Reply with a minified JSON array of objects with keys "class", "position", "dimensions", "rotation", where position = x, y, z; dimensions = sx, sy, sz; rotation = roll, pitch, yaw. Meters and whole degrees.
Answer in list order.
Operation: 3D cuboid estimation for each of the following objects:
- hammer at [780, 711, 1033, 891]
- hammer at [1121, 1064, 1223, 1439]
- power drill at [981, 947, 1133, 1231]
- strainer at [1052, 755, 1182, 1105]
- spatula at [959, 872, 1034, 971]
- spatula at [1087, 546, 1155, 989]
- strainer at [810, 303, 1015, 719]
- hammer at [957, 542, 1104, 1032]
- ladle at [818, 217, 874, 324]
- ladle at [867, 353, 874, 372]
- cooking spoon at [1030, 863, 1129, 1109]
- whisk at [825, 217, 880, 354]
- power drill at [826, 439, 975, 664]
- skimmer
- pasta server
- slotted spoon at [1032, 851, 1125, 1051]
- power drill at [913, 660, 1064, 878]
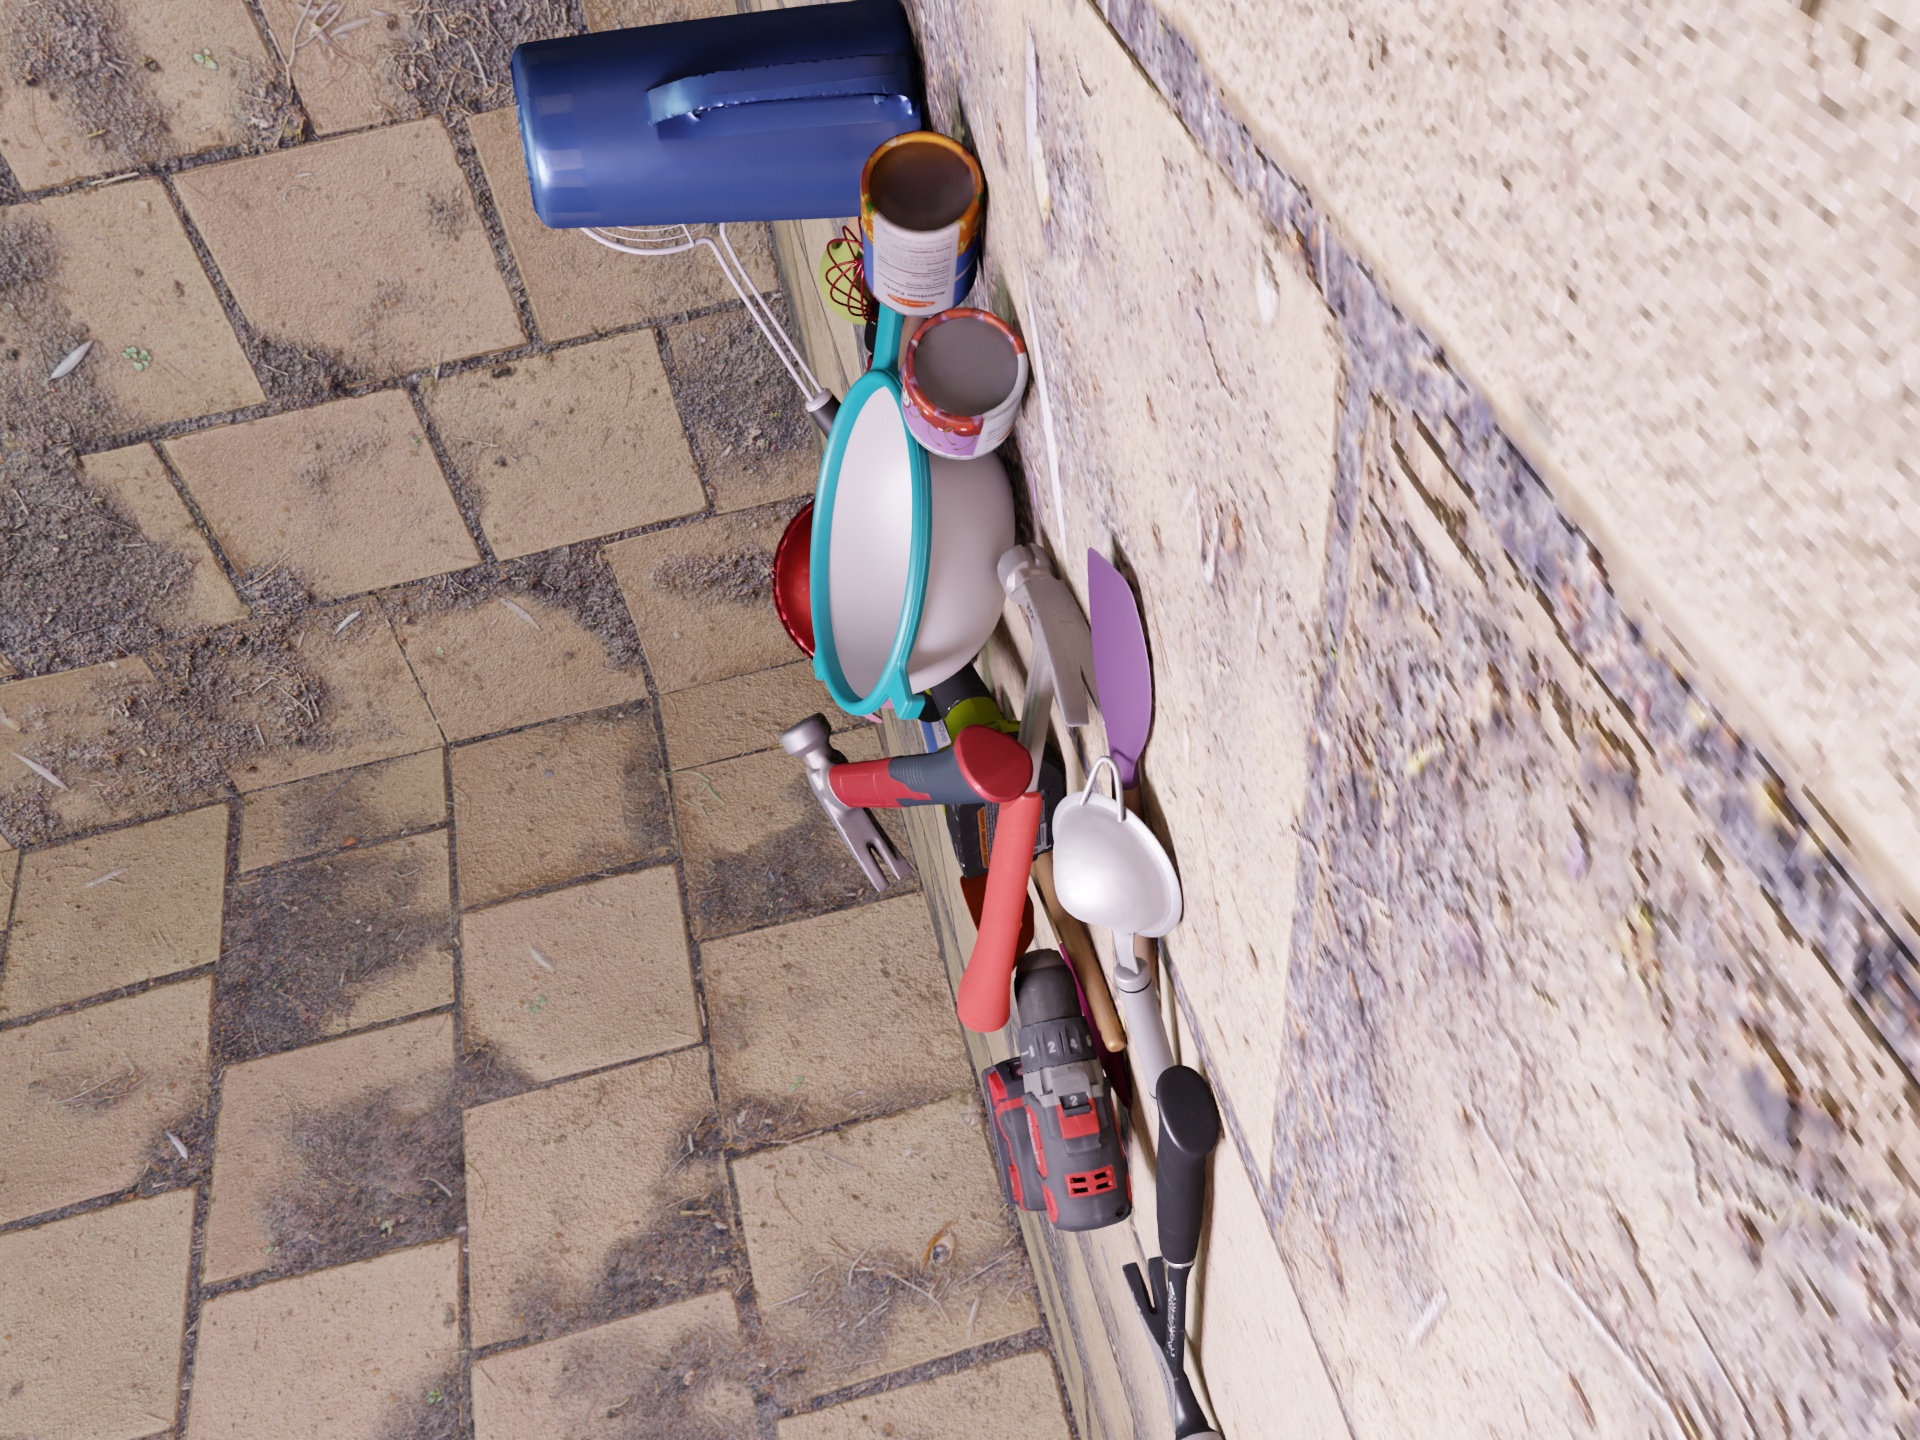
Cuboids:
[{"class":"hammer","position":[-0.029,0.053,1.032],"dimensions":[0.143,0.038,0.386],"rotation":[59,162,-7]},{"class":"hammer","position":[0.133,0.327,0.973],"dimensions":[0.408,0.036,0.149],"rotation":[83,173,-47]},{"class":"power drill","position":[0.066,0.271,1.157],"dimensions":[0.226,0.080,0.188],"rotation":[102,157,-73]},{"class":"strainer","position":[0.089,0.131,0.843],"dimensions":[0.087,0.050,0.258],"rotation":[23,142,43]},{"class":"spatula","position":[0.036,0.139,1.278],"dimensions":[0.322,0.041,0.081],"rotation":[-19,-95,-88]},{"class":"spatula","position":[0.088,0.052,0.819],"dimensions":[0.060,0.018,0.315],"rotation":[-126,21,-47]},{"class":"strainer","position":[-0.015,-0.170,0.982],"dimensions":[0.211,0.095,0.340],"rotation":[-157,72,-67]},{"class":"hammer","position":[0.036,0.077,0.972],"dimensions":[0.149,0.036,0.358],"rotation":[-108,19,-46]},{"class":"ladle","position":[-0.067,-0.395,1.228],"dimensions":[0.078,0.062,0.320],"rotation":[61,166,5]},{"class":"ladle","position":[-0.053,-0.272,1.213],"dimensions":[0.069,0.031,0.315],"rotation":[52,180,-3]},{"class":"cooking spoon","position":[0.073,0.148,1.204],"dimensions":[0.068,0.017,0.319],"rotation":[83,170,-50]},{"class":"whisk","position":[-0.064,-0.323,1.229],"dimensions":[0.296,0.073,0.073],"rotation":[148,108,-89]},{"class":"power drill","position":[-0.054,-0.149,1.390],"dimensions":[0.171,0.080,0.223],"rotation":[44,-149,-84]},{"class":"skimmer","position":[-0.149,-0.284,1.154],"dimensions":[0.090,0.127,0.363],"rotation":[18,149,52]},{"class":"pasta server","position":[-0.047,-0.156,1.088],"dimensions":[0.060,0.040,0.316],"rotation":[20,101,54]},{"class":"slotted spoon","position":[0.064,0.110,1.174],"dimensions":[0.070,0.031,0.314],"rotation":[85,168,-48]},{"class":"power drill","position":[-0.002,-0.004,1.157],"dimensions":[0.190,0.080,0.229],"rotation":[85,165,-53]}]
